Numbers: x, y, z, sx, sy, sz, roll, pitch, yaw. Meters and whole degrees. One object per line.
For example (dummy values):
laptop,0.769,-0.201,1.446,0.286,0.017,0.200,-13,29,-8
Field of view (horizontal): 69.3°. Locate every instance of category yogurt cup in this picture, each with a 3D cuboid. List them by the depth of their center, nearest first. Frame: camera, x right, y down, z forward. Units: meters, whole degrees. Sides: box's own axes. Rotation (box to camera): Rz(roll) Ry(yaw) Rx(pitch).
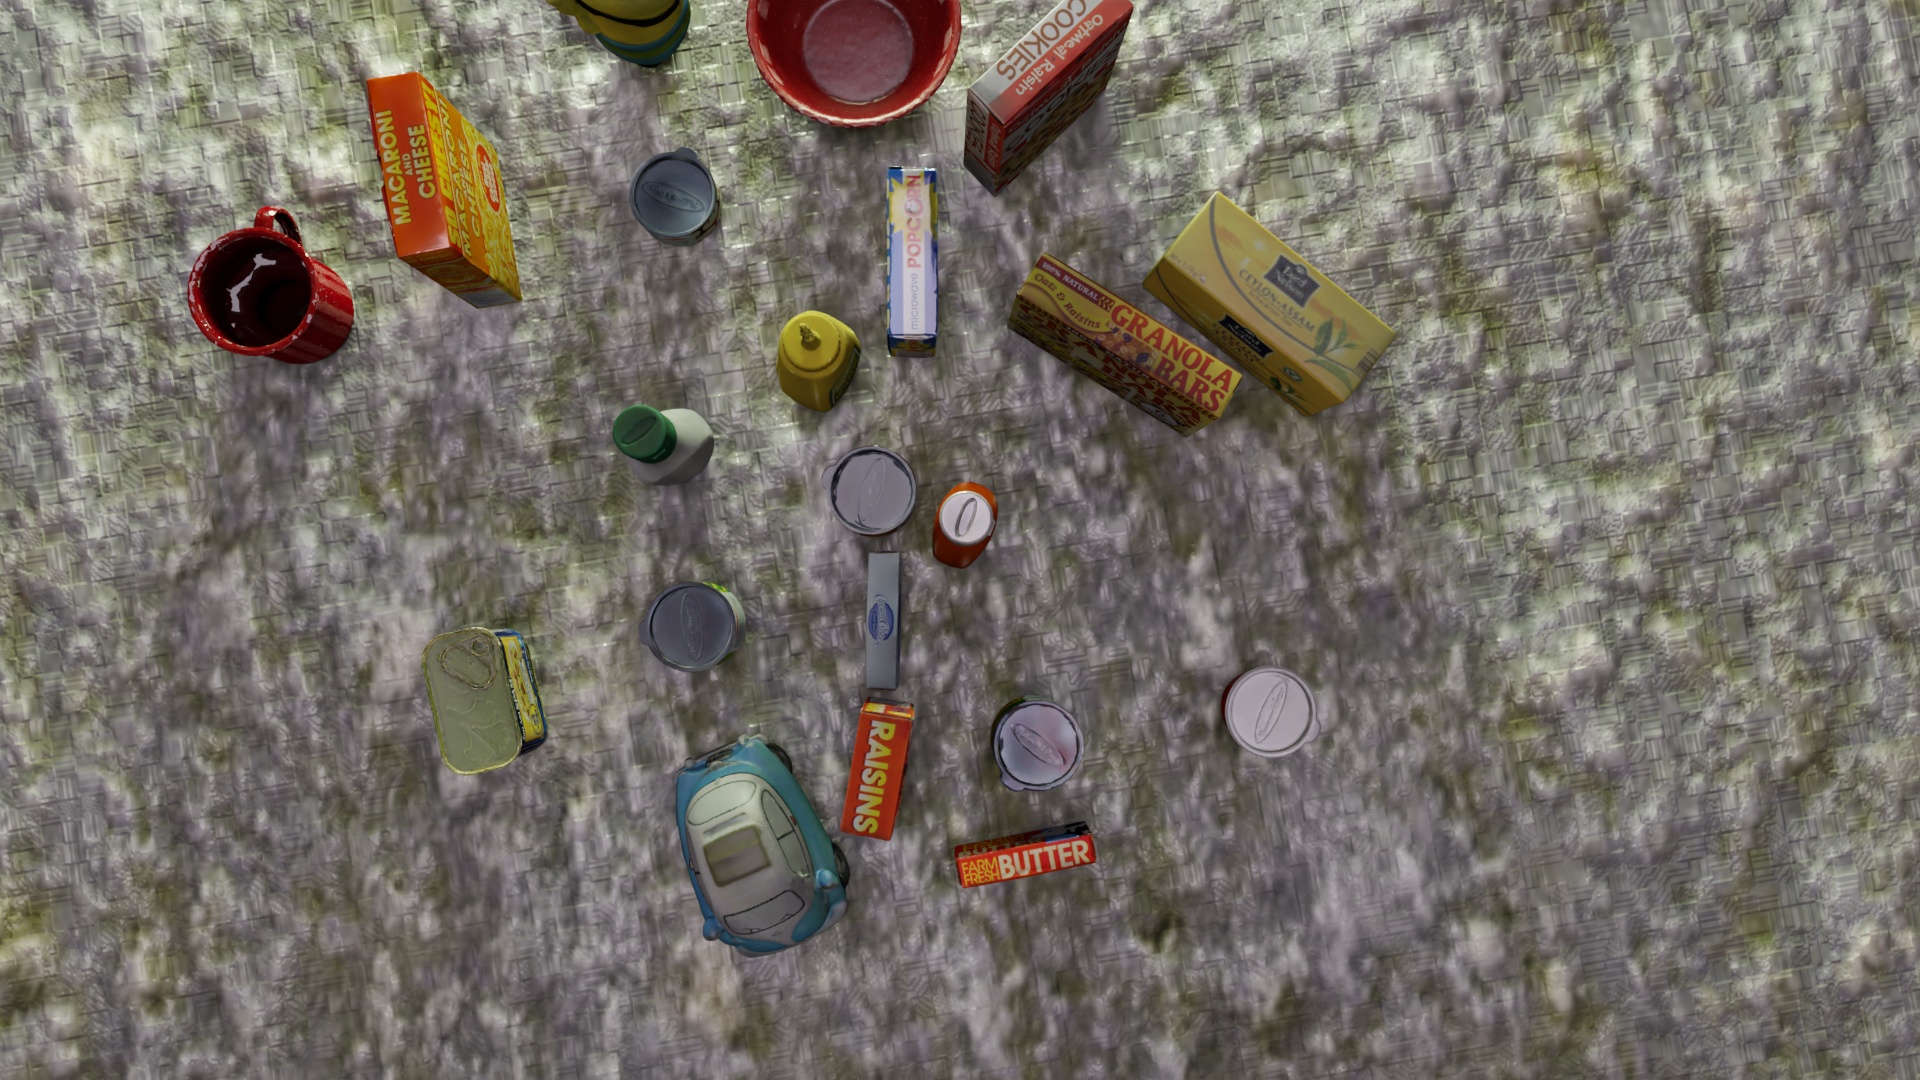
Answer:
yogurt cup,0.228,0.127,1.045,0.072,0.054,0.072,0,87,-1

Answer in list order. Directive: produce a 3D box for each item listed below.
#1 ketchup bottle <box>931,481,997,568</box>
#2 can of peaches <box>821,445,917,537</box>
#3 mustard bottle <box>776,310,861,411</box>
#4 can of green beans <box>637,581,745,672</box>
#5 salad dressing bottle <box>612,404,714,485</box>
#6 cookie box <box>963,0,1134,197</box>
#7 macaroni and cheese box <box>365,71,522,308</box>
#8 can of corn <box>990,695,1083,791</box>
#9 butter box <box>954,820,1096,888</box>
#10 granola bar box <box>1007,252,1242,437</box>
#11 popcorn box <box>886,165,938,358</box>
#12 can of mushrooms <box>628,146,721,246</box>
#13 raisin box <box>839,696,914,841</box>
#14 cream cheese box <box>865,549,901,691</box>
ketchup bottle,0.004,-0.013,0.999,0.043,0.149,0.064,21,88,0
can of peaches,-0.068,-0.037,1.044,0.071,0.058,0.071,0,87,-1
mustard bottle,-0.104,-0.132,0.996,0.049,0.160,0.065,26,88,0
can of green beans,-0.197,0.064,1.036,0.071,0.058,0.071,0,87,-1
salad dressing bottle,-0.214,-0.070,0.997,0.064,0.147,0.044,-38,89,-2
cookie box,0.060,-0.325,1.006,0.123,0.167,0.040,-44,89,-2
macaroni and cheese box,-0.366,-0.244,0.993,0.040,0.166,0.123,-11,88,-1
can of corn,0.054,0.152,1.037,0.071,0.058,0.071,0,87,-1
butter box,0.047,0.234,1.036,0.103,0.053,0.024,-11,88,-2
granola bar box,0.117,-0.141,1.020,0.165,0.124,0.039,32,88,0
popcorn box,-0.036,-0.206,1.039,0.038,0.085,0.126,0,87,-1
can of mushrooms,-0.217,-0.263,1.064,0.071,0.033,0.071,0,87,-1
raisin box,-0.058,0.162,1.002,0.040,0.123,0.086,11,88,-1
cream cheese box,-0.057,0.060,1.042,0.024,0.053,0.104,1,87,-1
